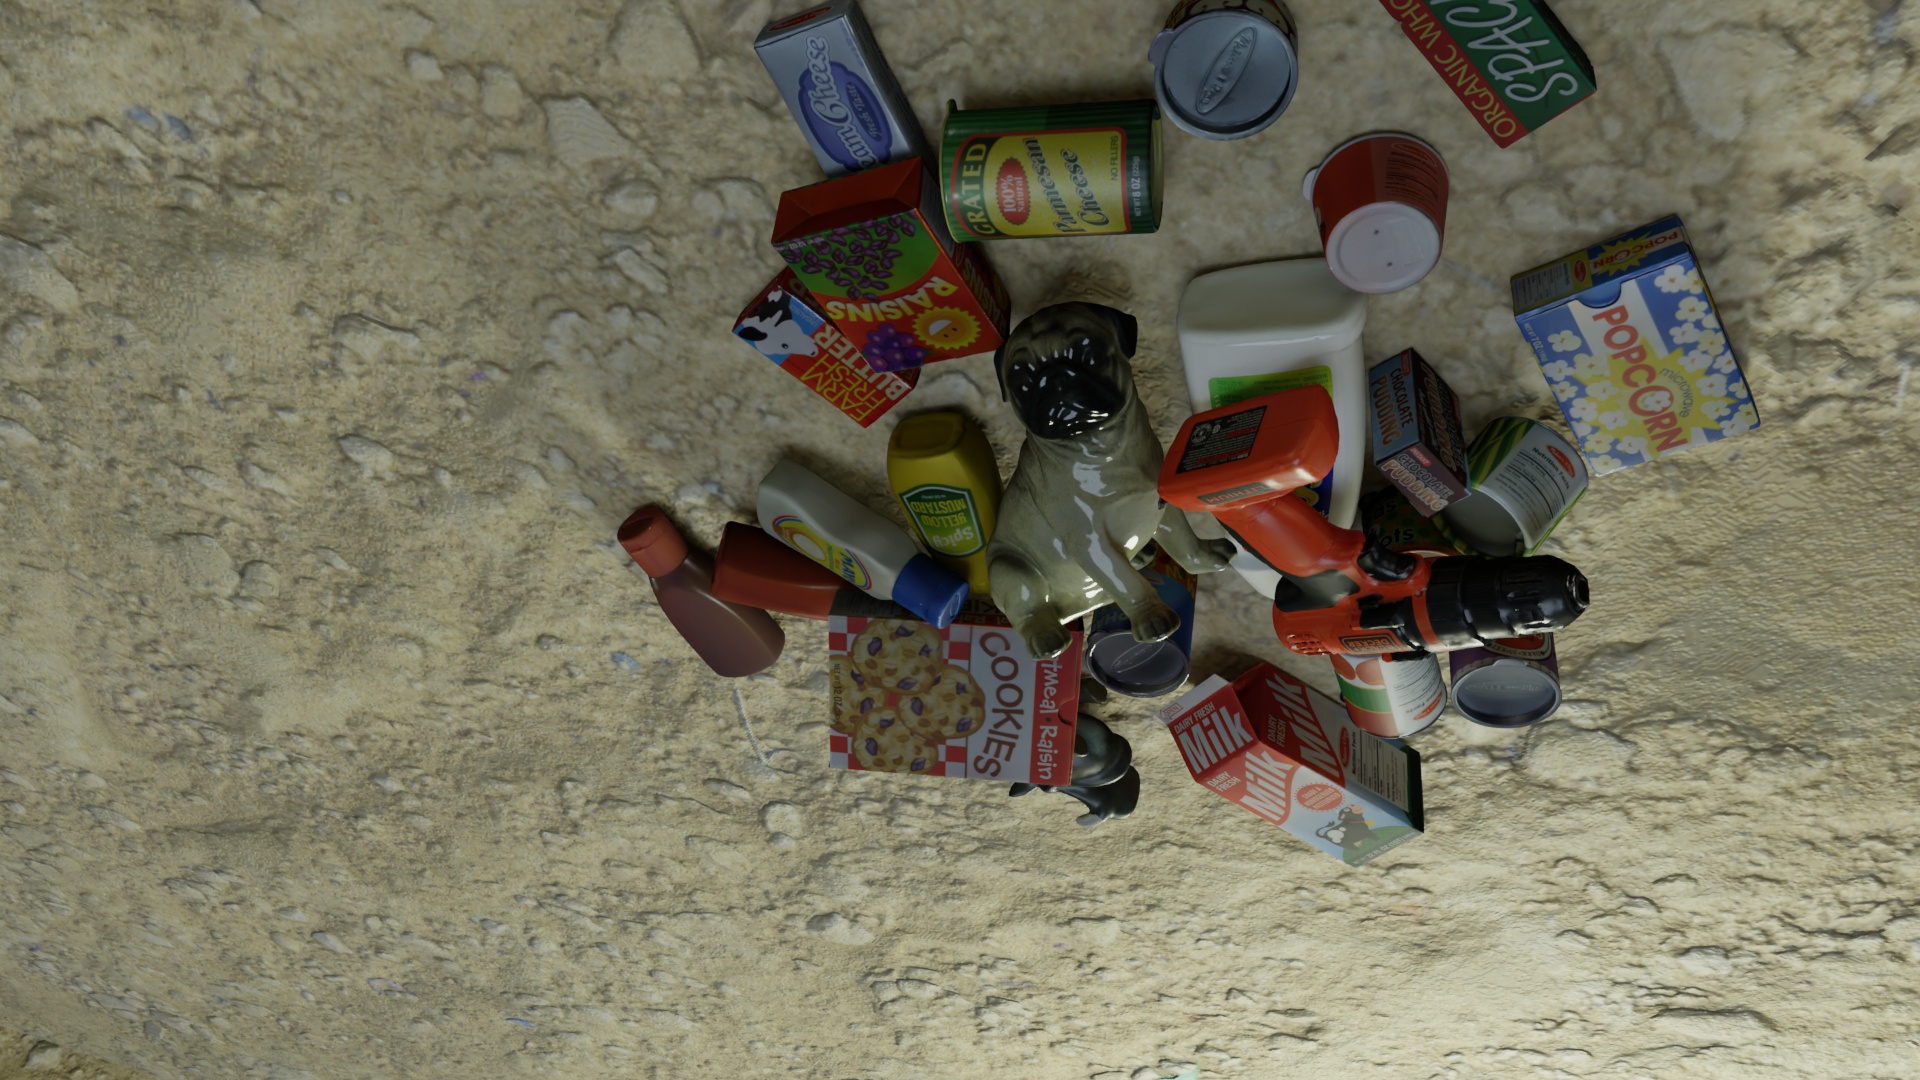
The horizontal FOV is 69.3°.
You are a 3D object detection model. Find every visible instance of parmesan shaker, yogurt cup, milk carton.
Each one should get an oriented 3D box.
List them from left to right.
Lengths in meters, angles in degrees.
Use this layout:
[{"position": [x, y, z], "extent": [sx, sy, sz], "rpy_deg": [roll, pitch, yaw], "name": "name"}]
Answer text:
[{"position": [0.047, -0.187, 0.694], "extent": [0.103, 0.072, 0.071], "rpy_deg": [0, 135, 14], "name": "parmesan shaker"}, {"position": [0.234, 0.153, 0.994], "extent": [0.190, 0.074, 0.072], "rpy_deg": [30, 135, -16], "name": "milk carton"}, {"position": [0.208, -0.159, 0.688], "extent": [0.072, 0.054, 0.072], "rpy_deg": [7, 137, 7], "name": "yogurt cup"}]

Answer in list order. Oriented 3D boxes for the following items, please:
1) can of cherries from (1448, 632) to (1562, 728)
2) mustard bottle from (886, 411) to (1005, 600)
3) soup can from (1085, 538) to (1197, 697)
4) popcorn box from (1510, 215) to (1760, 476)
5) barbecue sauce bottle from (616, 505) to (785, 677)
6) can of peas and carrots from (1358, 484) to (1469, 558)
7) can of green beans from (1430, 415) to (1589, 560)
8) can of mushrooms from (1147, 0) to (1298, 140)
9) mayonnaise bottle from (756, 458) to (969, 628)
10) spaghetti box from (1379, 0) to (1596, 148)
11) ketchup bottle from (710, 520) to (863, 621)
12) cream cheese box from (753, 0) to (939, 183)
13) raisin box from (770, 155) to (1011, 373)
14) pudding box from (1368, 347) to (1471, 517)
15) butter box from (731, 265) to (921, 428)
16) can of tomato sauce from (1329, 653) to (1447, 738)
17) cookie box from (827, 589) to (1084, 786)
[{"position": [0.350, 0.077, 0.895], "extent": [0.071, 0.059, 0.071], "rpy_deg": [8, 137, 8], "name": "can of cherries"}, {"position": [0.003, -0.011, 0.901], "extent": [0.065, 0.049, 0.159], "rpy_deg": [-4, 134, 23], "name": "mustard bottle"}, {"position": [0.118, 0.048, 0.907], "extent": [0.071, 0.084, 0.071], "rpy_deg": [7, 136, 7], "name": "soup can"}, {"position": [0.353, -0.098, 0.726], "extent": [0.085, 0.038, 0.126], "rpy_deg": [-20, 128, 33], "name": "popcorn box"}, {"position": [-0.191, 0.038, 1.009], "extent": [0.065, 0.044, 0.148], "rpy_deg": [-14, 130, 27], "name": "barbecue sauce bottle"}, {"position": [0.275, 0.006, 0.840], "extent": [0.071, 0.059, 0.070], "rpy_deg": [7, 136, 7], "name": "can of peas and carrots"}, {"position": [0.306, -0.026, 0.778], "extent": [0.071, 0.058, 0.071], "rpy_deg": [40, 159, 19], "name": "can of green beans"}, {"position": [0.124, -0.227, 0.655], "extent": [0.071, 0.034, 0.070], "rpy_deg": [8, 137, 7], "name": "can of mushrooms"}, {"position": [-0.064, 0.005, 0.903], "extent": [0.148, 0.041, 0.064], "rpy_deg": [31, 151, 17], "name": "mayonnaise bottle"}, {"position": [0.186, -0.270, 0.597], "extent": [0.249, 0.029, 0.050], "rpy_deg": [38, 133, -24], "name": "spaghetti box"}, {"position": [-0.096, 0.029, 0.964], "extent": [0.149, 0.065, 0.043], "rpy_deg": [14, 121, -13], "name": "ketchup bottle"}, {"position": [-0.057, -0.222, 0.715], "extent": [0.053, 0.024, 0.103], "rpy_deg": [-10, 132, 26], "name": "cream cheese box"}, {"position": [-0.034, -0.145, 0.756], "extent": [0.086, 0.040, 0.123], "rpy_deg": [-9, 149, 22], "name": "raisin box"}, {"position": [0.250, -0.059, 0.759], "extent": [0.049, 0.084, 0.030], "rpy_deg": [40, 130, -24], "name": "pudding box"}, {"position": [-0.079, -0.115, 0.833], "extent": [0.103, 0.024, 0.053], "rpy_deg": [35, 134, -21], "name": "butter box"}, {"position": [0.276, 0.078, 0.911], "extent": [0.071, 0.071, 0.082], "rpy_deg": [-9, 132, 23], "name": "can of tomato sauce"}, {"position": [-0.004, 0.101, 0.938], "extent": [0.167, 0.040, 0.122], "rpy_deg": [4, 116, 4], "name": "cookie box"}]
